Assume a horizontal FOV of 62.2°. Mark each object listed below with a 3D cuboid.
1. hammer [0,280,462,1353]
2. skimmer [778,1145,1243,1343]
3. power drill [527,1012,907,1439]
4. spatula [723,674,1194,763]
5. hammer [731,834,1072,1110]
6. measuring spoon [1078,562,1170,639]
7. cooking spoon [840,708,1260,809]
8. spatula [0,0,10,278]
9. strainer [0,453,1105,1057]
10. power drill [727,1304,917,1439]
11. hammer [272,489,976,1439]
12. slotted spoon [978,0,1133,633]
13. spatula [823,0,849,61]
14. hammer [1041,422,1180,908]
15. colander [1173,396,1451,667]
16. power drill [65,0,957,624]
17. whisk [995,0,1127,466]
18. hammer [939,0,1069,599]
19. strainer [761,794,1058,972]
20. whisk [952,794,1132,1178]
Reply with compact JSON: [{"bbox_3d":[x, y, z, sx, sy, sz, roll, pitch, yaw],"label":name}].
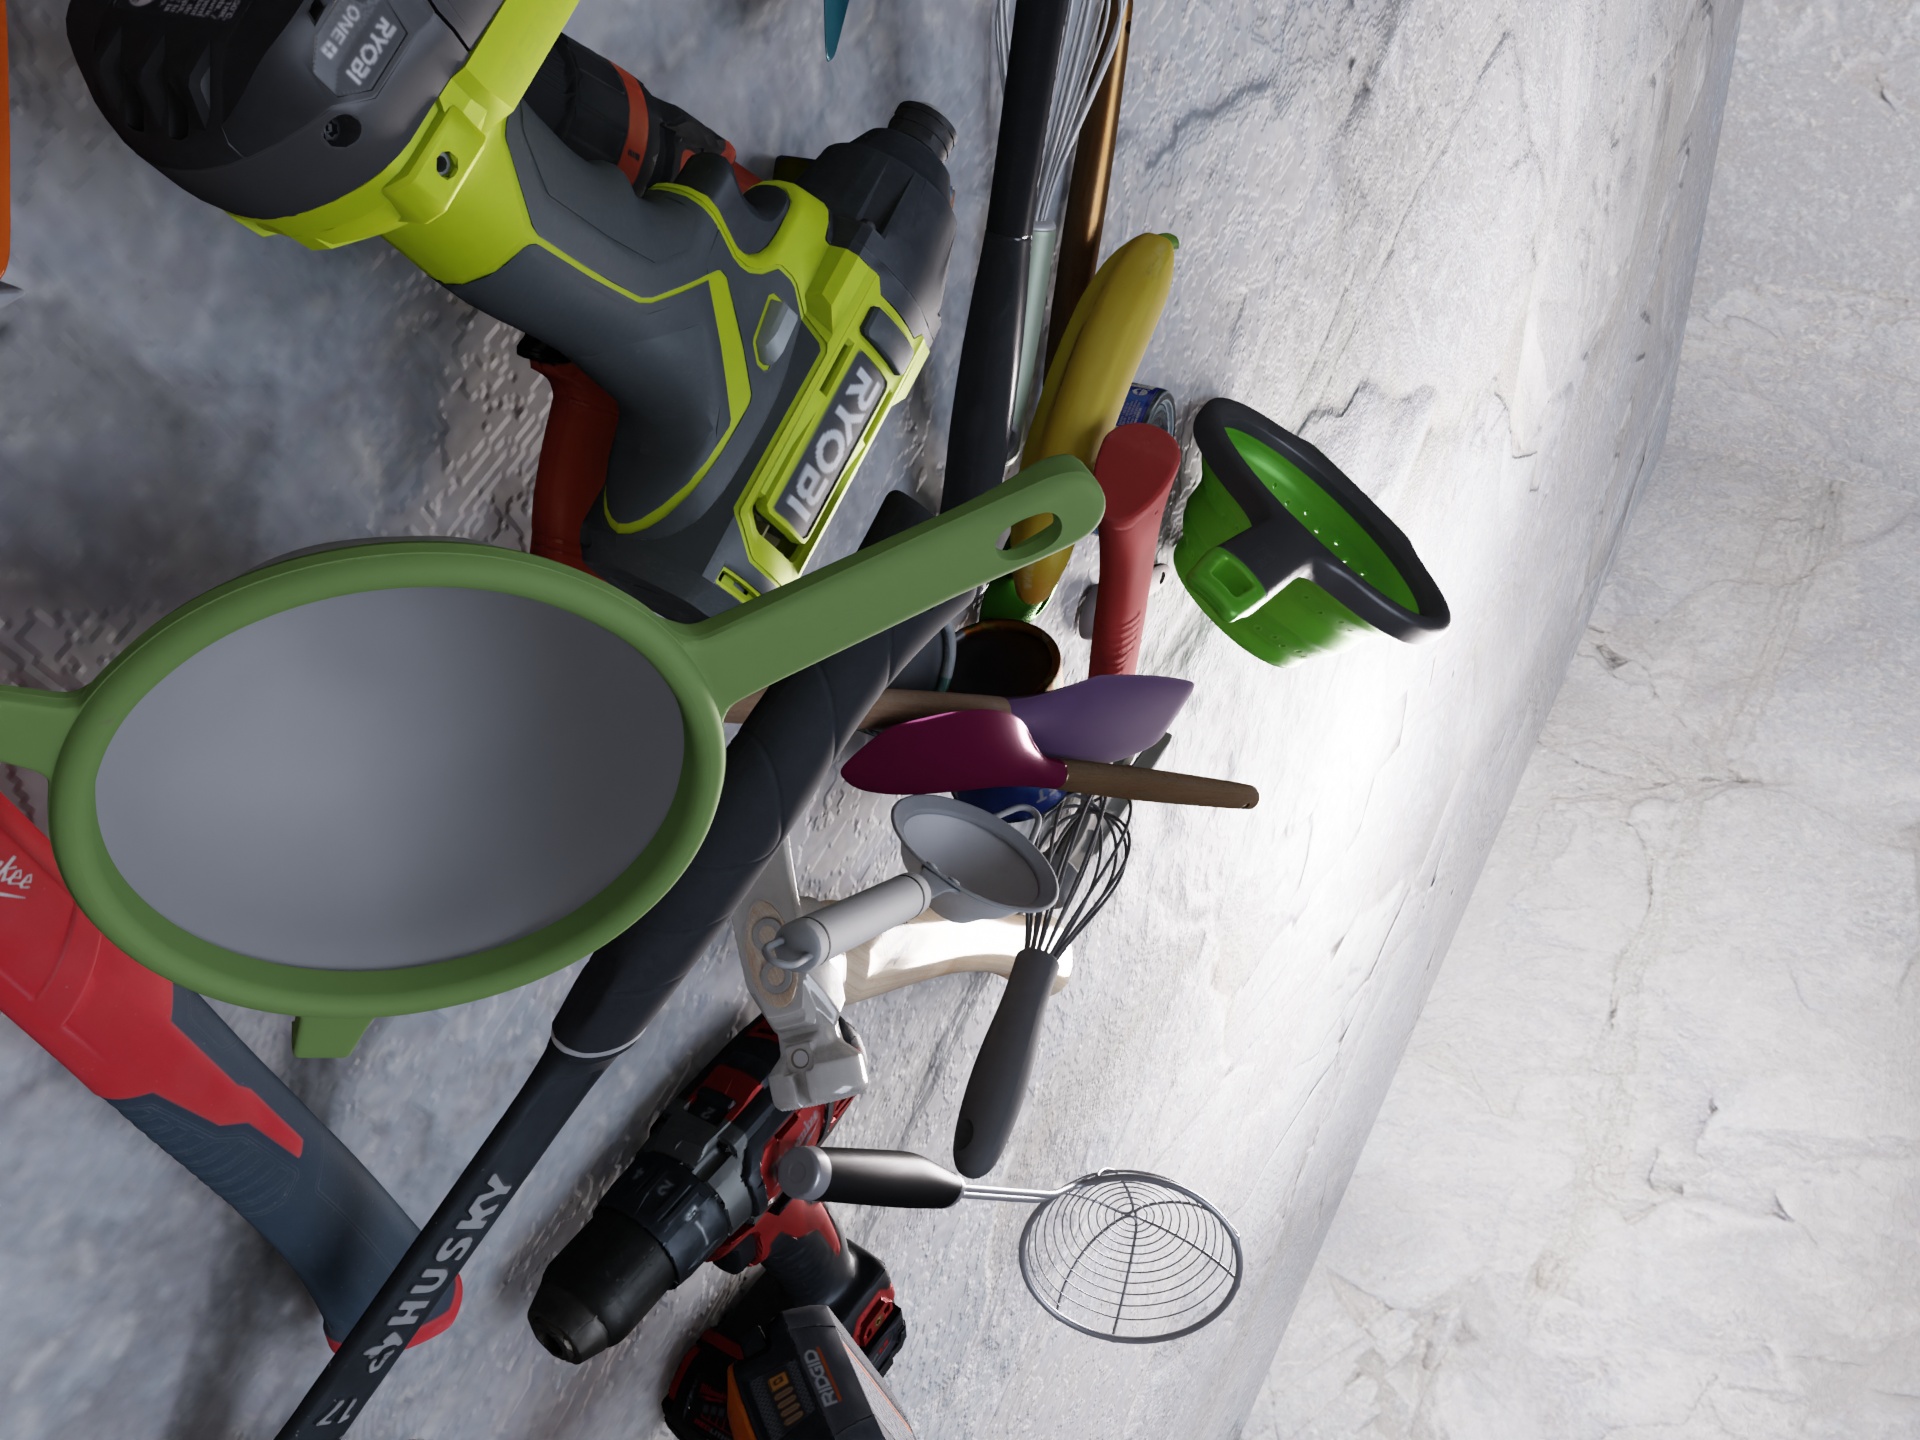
[{"bbox_3d":[-0.215,0.071,0.435,0.143,0.038,0.385,-55,150,-31],"label":"hammer"},{"bbox_3d":[0.031,0.268,0.803,0.127,0.090,0.363,-30,150,19],"label":"skimmer"},{"bbox_3d":[-0.106,0.261,0.734,0.188,0.080,0.226,-44,141,-42],"label":"power drill"},{"bbox_3d":[-0.001,-0.002,0.713,0.315,0.018,0.059,2,128,-45],"label":"spatula"},{"bbox_3d":[-0.012,0.104,0.813,0.410,0.038,0.146,22,53,-70],"label":"hammer"},{"bbox_3d":[0.107,-0.076,0.970,0.124,0.018,0.034,-30,133,-54],"label":"measuring spoon"},{"bbox_3d":[0.063,0.028,0.788,0.068,0.017,0.318,-40,151,30],"label":"cooking spoon"},{"bbox_3d":[-0.165,-0.245,0.314,0.323,0.041,0.081,-68,153,-8],"label":"spatula"},{"bbox_3d":[-0.091,-0.020,0.397,0.256,0.069,0.151,-25,138,-5],"label":"strainer"},{"bbox_3d":[-0.131,0.337,0.642,0.226,0.084,0.164,-29,133,-8],"label":"power drill"},{"bbox_3d":[-0.124,0.106,0.479,0.409,0.036,0.149,-55,145,8],"label":"hammer"},{"bbox_3d":[0.051,-0.188,0.781,0.070,0.031,0.313,-26,129,-61],"label":"slotted spoon"},{"bbox_3d":[0.022,-0.333,0.606,0.317,0.044,0.082,-45,150,-43],"label":"spatula"},{"bbox_3d":[0.088,-0.033,0.868,0.149,0.037,0.358,-54,162,-28],"label":"hammer"},{"bbox_3d":[0.171,-0.082,0.930,0.094,0.204,0.397,-47,173,26],"label":"colander"},{"bbox_3d":[-0.080,-0.138,0.399,0.171,0.080,0.223,-63,149,-10],"label":"power drill"},{"bbox_3d":[0.031,-0.227,0.700,0.057,0.059,0.246,-4,121,-22],"label":"whisk"},{"bbox_3d":[0.017,-0.182,0.635,0.146,0.035,0.334,-79,178,-46],"label":"hammer"},{"bbox_3d":[-0.022,0.073,0.670,0.050,0.087,0.258,-60,164,15],"label":"strainer"},{"bbox_3d":[0.041,0.122,0.799,0.055,0.055,0.239,79,25,-45],"label":"whisk"}]
